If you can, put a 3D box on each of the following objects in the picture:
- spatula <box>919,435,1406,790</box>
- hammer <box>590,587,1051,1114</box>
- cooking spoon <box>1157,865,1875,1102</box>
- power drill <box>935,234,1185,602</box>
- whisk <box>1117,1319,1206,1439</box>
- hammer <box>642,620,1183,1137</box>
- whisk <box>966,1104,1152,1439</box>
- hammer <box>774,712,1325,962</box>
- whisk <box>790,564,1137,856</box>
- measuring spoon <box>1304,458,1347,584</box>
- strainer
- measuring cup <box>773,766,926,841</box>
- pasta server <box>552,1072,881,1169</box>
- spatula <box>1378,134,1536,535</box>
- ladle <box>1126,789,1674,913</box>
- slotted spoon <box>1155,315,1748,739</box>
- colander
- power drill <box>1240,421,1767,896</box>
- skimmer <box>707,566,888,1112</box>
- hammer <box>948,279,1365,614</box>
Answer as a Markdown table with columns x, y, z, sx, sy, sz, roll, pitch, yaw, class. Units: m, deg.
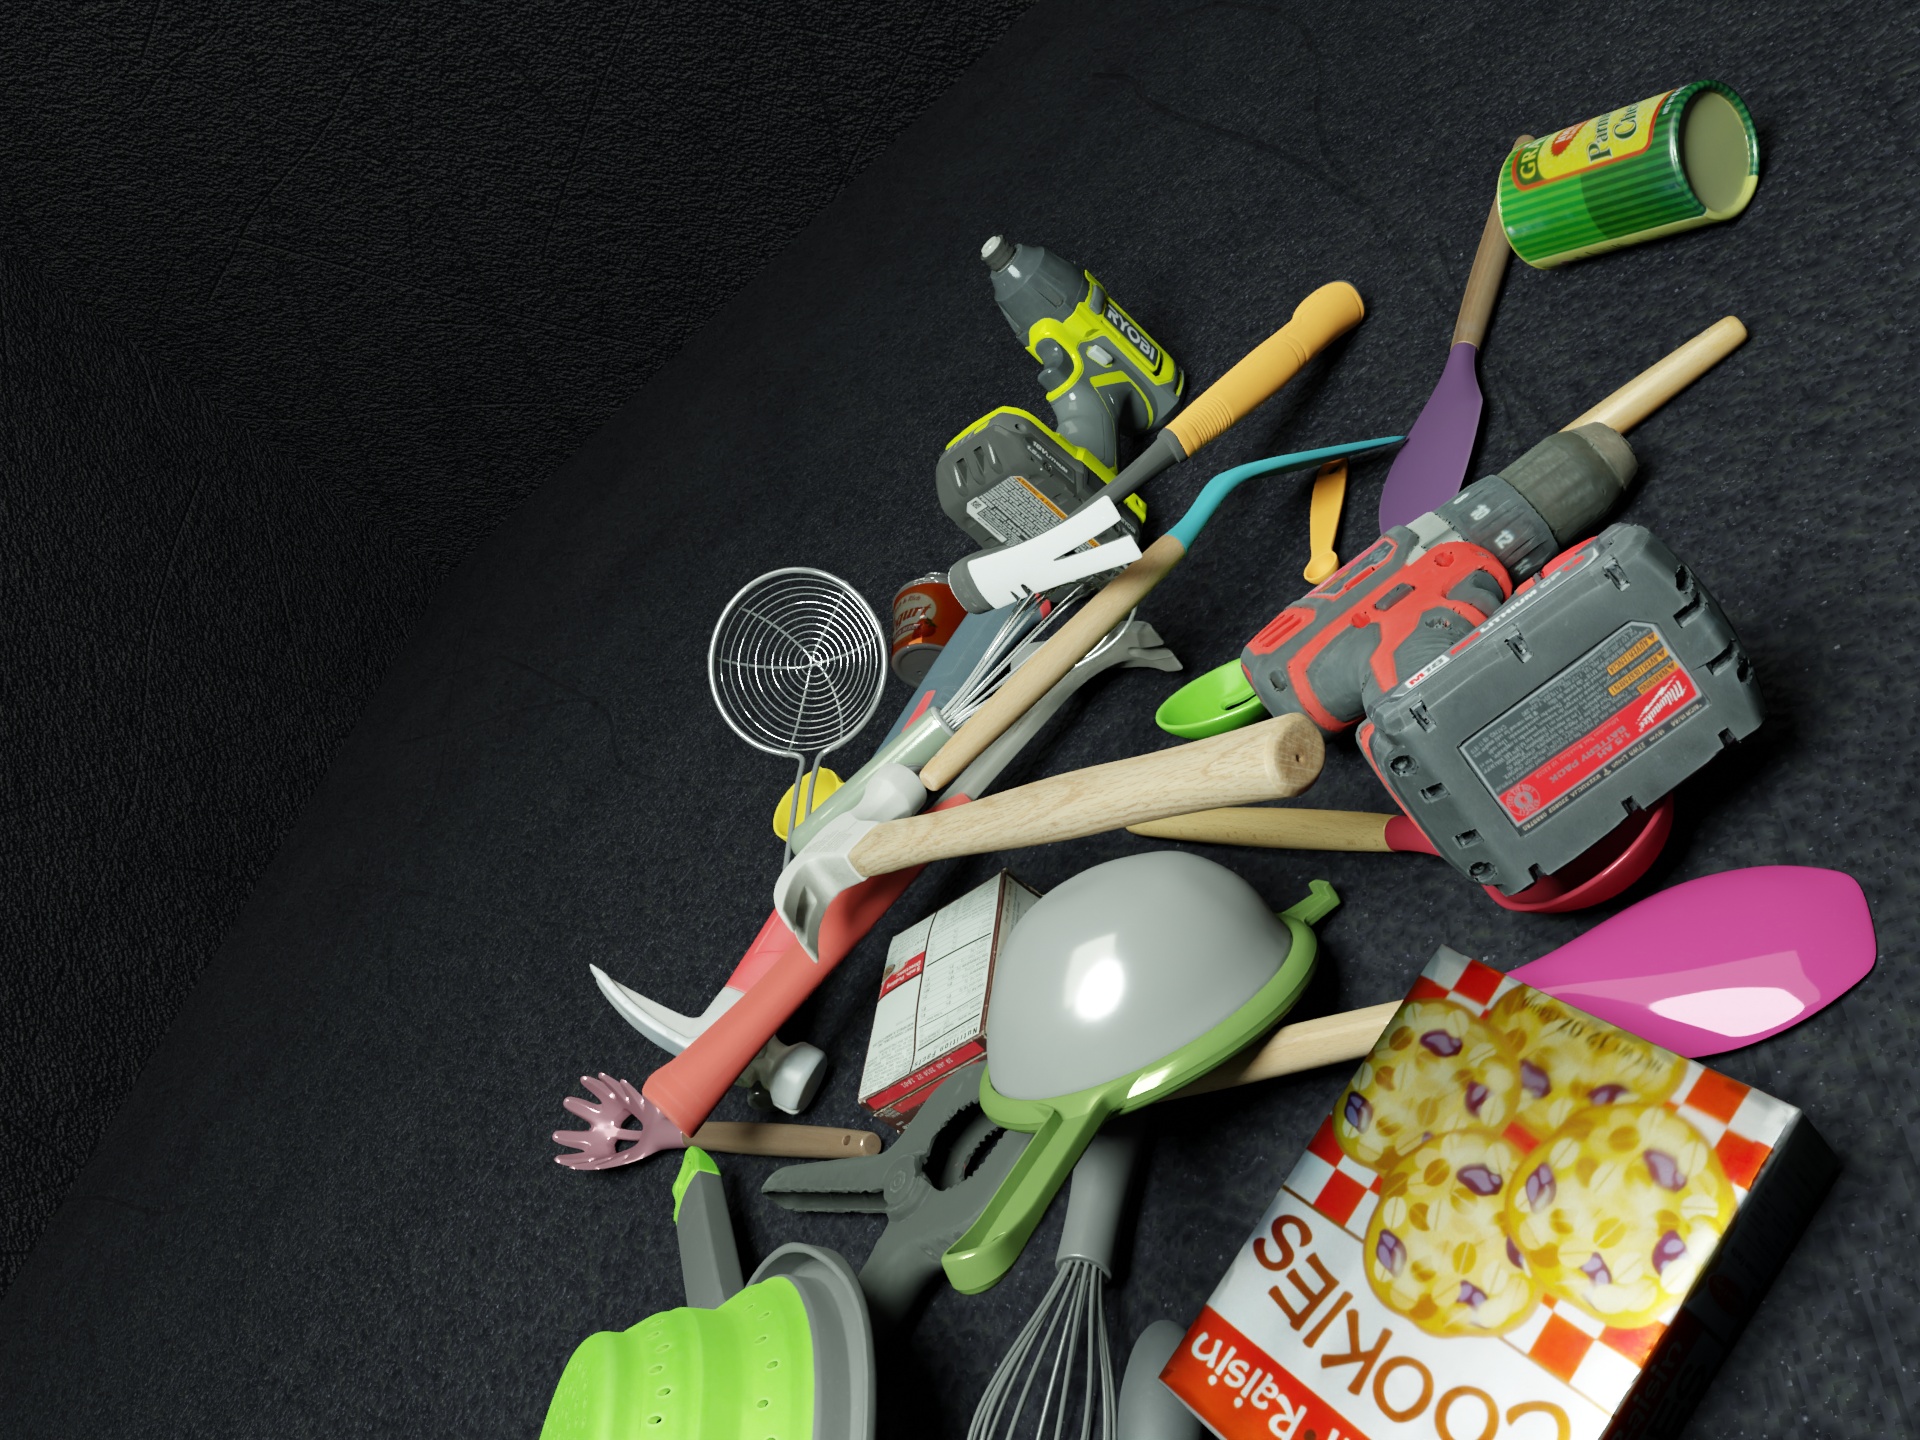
| x | y | z | sx | sy | sz | roll | pitch | yaw | class |
| --- | --- | --- | --- | --- | --- | --- | --- | --- | --- |
| 0.098 | -0.064 | 0.799 | 0.317 | 0.044 | 0.082 | -43 | 16 | -22 | spatula |
| -0.062 | 0.039 | 0.966 | 0.386 | 0.143 | 0.038 | -58 | -15 | -28 | hammer |
| 0.151 | 0.110 | 0.567 | 0.319 | 0.017 | 0.069 | -23 | 35 | 33 | cooking spoon |
| 0.063 | -0.202 | 1.026 | 0.080 | 0.171 | 0.223 | -28 | 35 | 40 | power drill |
| 0.051 | 0.301 | 0.458 | 0.070 | 0.070 | 0.285 | -35 | 22 | 30 | whisk |
| -0.029 | 0.078 | 0.860 | 0.359 | 0.036 | 0.149 | -47 | 17 | -19 | hammer |
| 0.046 | 0.208 | 0.611 | 0.055 | 0.055 | 0.239 | -30 | 27 | 38 | whisk |
| 0.023 | 0.045 | 0.701 | 0.331 | 0.031 | 0.130 | -17 | 24 | 51 | hammer |
| -0.001 | -0.003 | 0.871 | 0.246 | 0.057 | 0.059 | -41 | 61 | 12 | whisk |
| 0.199 | -0.109 | 0.852 | 0.021 | 0.011 | 0.117 | -27 | 29 | 35 | measuring spoon |
| 0.041 | 0.111 | 0.594 | 0.151 | 0.069 | 0.256 | -24 | 6 | 29 | strainer |
| -0.058 | 0.053 | 1.050 | 0.156 | 0.029 | 0.062 | -15 | 43 | 35 | measuring cup |
| -0.147 | 0.236 | 0.911 | 0.316 | 0.040 | 0.060 | -15 | 53 | 50 | pasta server |
| 0.276 | -0.215 | 0.859 | 0.060 | 0.018 | 0.316 | -26 | 33 | 54 | spatula |
| 0.162 | 0.047 | 0.665 | 0.069 | 0.031 | 0.315 | -50 | 21 | -21 | ladle |
| 0.223 | -0.081 | 0.744 | 0.313 | 0.031 | 0.070 | -38 | 12 | 21 | slotted spoon |
| -0.133 | 0.282 | 0.688 | 0.397 | 0.094 | 0.204 | -139 | 69 | -71 | colander |
| 0.213 | -0.041 | 0.616 | 0.188 | 0.080 | 0.227 | -38 | 13 | 7 | power drill |
| -0.113 | 0.060 | 0.992 | 0.127 | 0.090 | 0.364 | -9 | 48 | 12 | skimmer |
| 0.136 | -0.166 | 0.877 | 0.337 | 0.034 | 0.127 | -42 | 15 | -34 | hammer |
